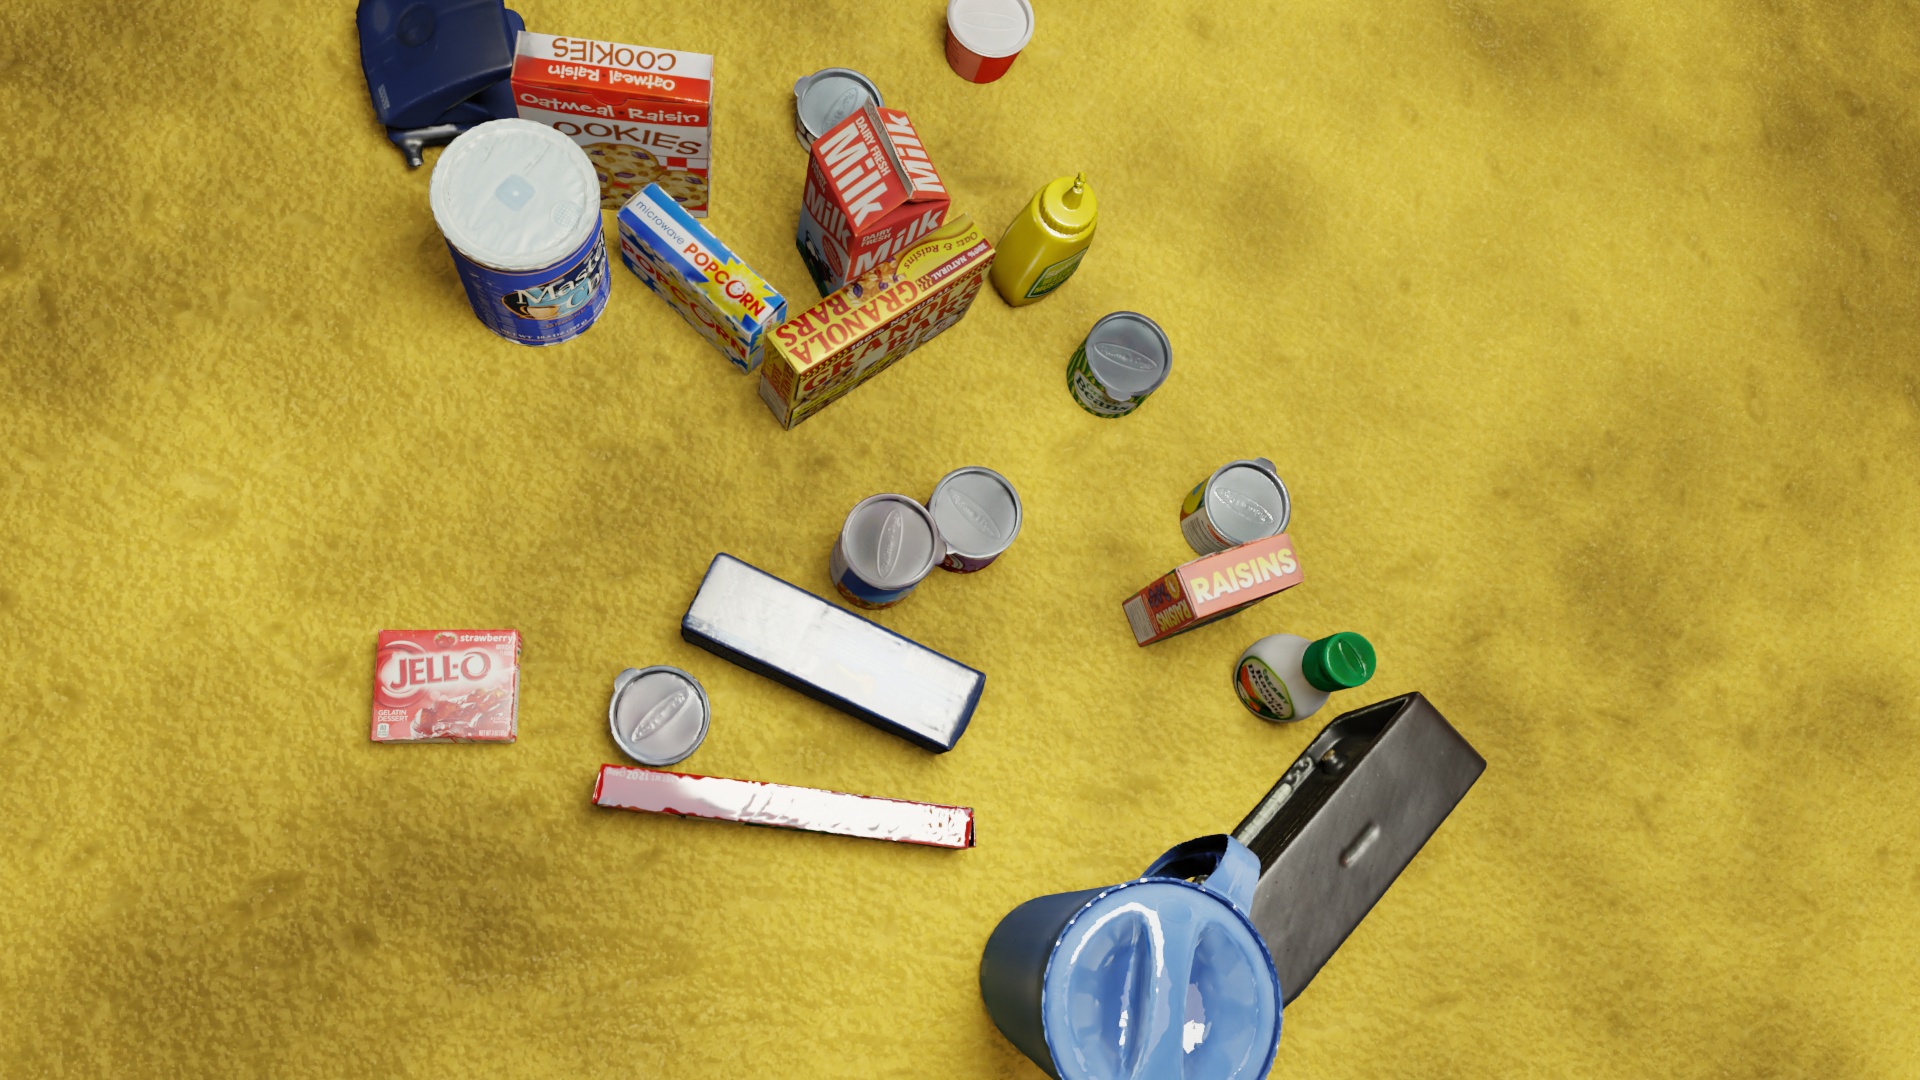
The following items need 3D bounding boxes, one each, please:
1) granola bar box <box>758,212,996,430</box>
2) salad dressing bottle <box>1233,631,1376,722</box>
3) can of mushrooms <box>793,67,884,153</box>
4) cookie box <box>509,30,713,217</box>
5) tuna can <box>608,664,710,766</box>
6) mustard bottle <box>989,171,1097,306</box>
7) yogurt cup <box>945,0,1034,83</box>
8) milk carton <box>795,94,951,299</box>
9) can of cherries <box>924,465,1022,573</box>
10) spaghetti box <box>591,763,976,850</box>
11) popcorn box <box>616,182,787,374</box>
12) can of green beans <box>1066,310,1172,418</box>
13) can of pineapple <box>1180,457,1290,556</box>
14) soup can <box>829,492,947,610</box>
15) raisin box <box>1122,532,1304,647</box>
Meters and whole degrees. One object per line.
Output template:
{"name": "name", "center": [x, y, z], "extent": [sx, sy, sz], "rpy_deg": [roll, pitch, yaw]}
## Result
{"name": "granola bar box", "center": [-0.061, -0.151, 0.975], "extent": [0.166, 0.124, 0.039], "rpy_deg": [-35, 86, -17]}
{"name": "salad dressing bottle", "center": [0.238, 0.091, 0.963], "extent": [0.044, 0.147, 0.064], "rpy_deg": [-29, 84, -16]}
{"name": "can of mushrooms", "center": [-0.095, -0.324, 1.058], "extent": [0.071, 0.033, 0.071], "rpy_deg": [3, 76, -10]}
{"name": "cookie box", "center": [-0.233, -0.278, 0.950], "extent": [0.123, 0.167, 0.040], "rpy_deg": [3, 77, -10]}
{"name": "tuna can", "center": [-0.203, 0.116, 0.930], "extent": [0.071, 0.032, 0.071], "rpy_deg": [3, 76, -10]}
{"name": "mustard bottle", "center": [0.065, -0.220, 0.998], "extent": [0.065, 0.160, 0.049], "rpy_deg": [-31, 85, -16]}
{"name": "yogurt cup", "center": [0.019, -0.396, 1.087], "extent": [0.072, 0.053, 0.072], "rpy_deg": [3, 76, -10]}
{"name": "milk carton", "center": [-0.061, -0.229, 0.959], "extent": [0.073, 0.190, 0.072], "rpy_deg": [-24, 83, -15]}
{"name": "can of cherries", "center": [0.004, -0.012, 0.988], "extent": [0.071, 0.058, 0.071], "rpy_deg": [3, 76, -10]}
{"name": "spaghetti box", "center": [-0.115, 0.178, 0.923], "extent": [0.250, 0.050, 0.029], "rpy_deg": [9, 76, -9]}
{"name": "popcorn box", "center": [-0.183, -0.183, 0.979], "extent": [0.127, 0.085, 0.038], "rpy_deg": [42, 73, 1]}
{"name": "can of green beans", "center": [0.118, -0.130, 1.040], "extent": [0.071, 0.057, 0.071], "rpy_deg": [3, 76, -10]}
{"name": "can of pineapple", "center": [0.204, -0.022, 1.030], "extent": [0.071, 0.057, 0.071], "rpy_deg": [3, 76, -10]}
{"name": "soup can", "center": [-0.051, 0.010, 0.959], "extent": [0.071, 0.083, 0.071], "rpy_deg": [3, 76, -10]}
{"name": "raisin box", "center": [0.175, 0.035, 0.977], "extent": [0.086, 0.123, 0.040], "rpy_deg": [-17, 81, -14]}
